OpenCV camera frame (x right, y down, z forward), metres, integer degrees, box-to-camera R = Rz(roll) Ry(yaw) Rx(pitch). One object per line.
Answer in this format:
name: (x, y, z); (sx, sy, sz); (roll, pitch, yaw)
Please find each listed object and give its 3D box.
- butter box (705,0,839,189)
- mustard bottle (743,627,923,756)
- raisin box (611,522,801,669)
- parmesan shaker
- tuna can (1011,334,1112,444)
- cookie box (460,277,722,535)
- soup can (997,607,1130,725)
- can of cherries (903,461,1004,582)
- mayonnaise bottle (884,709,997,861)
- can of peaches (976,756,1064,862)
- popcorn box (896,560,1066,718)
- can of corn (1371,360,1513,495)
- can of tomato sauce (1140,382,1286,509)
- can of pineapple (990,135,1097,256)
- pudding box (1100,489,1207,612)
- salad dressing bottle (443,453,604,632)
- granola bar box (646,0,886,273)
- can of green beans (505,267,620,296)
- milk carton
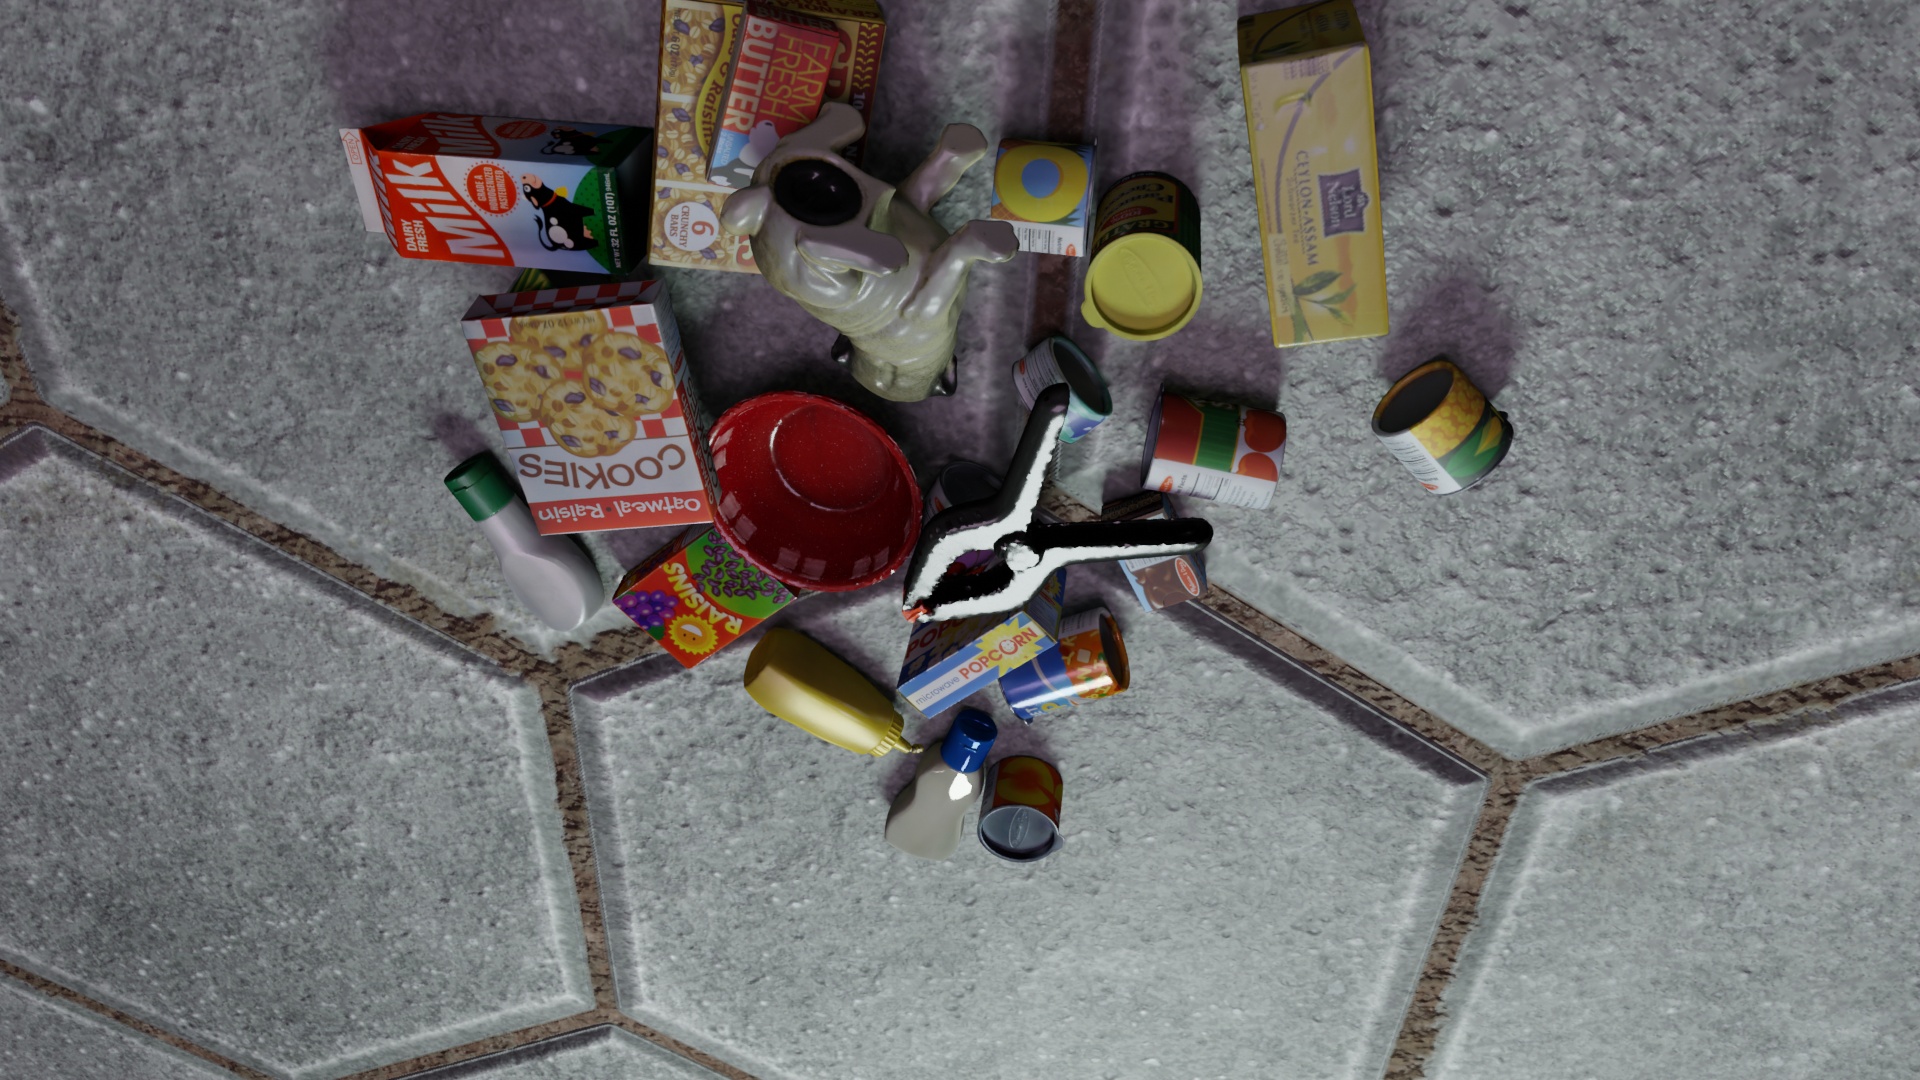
butter box: (-0.107, -0.246, 0.783); (0.053, 0.024, 0.103); (8, 126, -21)
mustard bottle: (-0.095, 0.131, 1.094); (0.160, 0.065, 0.048); (35, 119, -20)
raisin box: (-0.191, 0.034, 1.056); (0.123, 0.040, 0.086); (-33, 114, 26)
parmesan shaker: (0.107, -0.170, 0.825); (0.071, 0.103, 0.071); (4, 125, 6)
tuna can: (0.069, -0.098, 0.906); (0.032, 0.071, 0.071); (-35, 113, 27)
cookie box: (-0.235, -0.083, 0.905); (0.123, 0.040, 0.166); (-4, 127, 6)
soup can: (0.077, 0.094, 1.036); (0.083, 0.072, 0.071); (-18, 120, 20)
can of cherries: (0.003, -0.012, 0.977); (0.071, 0.072, 0.058); (28, 125, -10)
mayonnaise bottle: (-0.012, 0.201, 1.143); (0.065, 0.041, 0.147); (21, 124, -7)
can of peaches: (0.052, 0.220, 1.134); (0.071, 0.058, 0.071); (4, 125, 6)
popcorn box: (0.015, 0.066, 1.016); (0.126, 0.085, 0.038); (-33, 113, 28)
can of corn: (0.307, -0.074, 0.884); (0.058, 0.071, 0.071); (42, 121, -19)
can of tomato sauce: (0.166, -0.061, 0.916); (0.083, 0.071, 0.070); (11, 126, 1)
can of pineapple: (0.050, -0.207, 0.832); (0.058, 0.071, 0.070); (6, 125, 5)
pudding box: (0.138, 0.007, 0.989); (0.049, 0.030, 0.083); (-20, 119, 20)
salad dressing bottle: (-0.331, 0.002, 1.054); (0.064, 0.044, 0.147); (-20, 118, 24)
granola bar box: (-0.119, -0.241, 0.828); (0.124, 0.039, 0.164); (1, 128, -16)
can of green beans: (-0.265, -0.155, 0.919); (0.071, 0.071, 0.057); (38, 122, -17)
milk carton: (-0.292, -0.220, 0.873); (0.191, 0.074, 0.072); (5, 126, 6)
